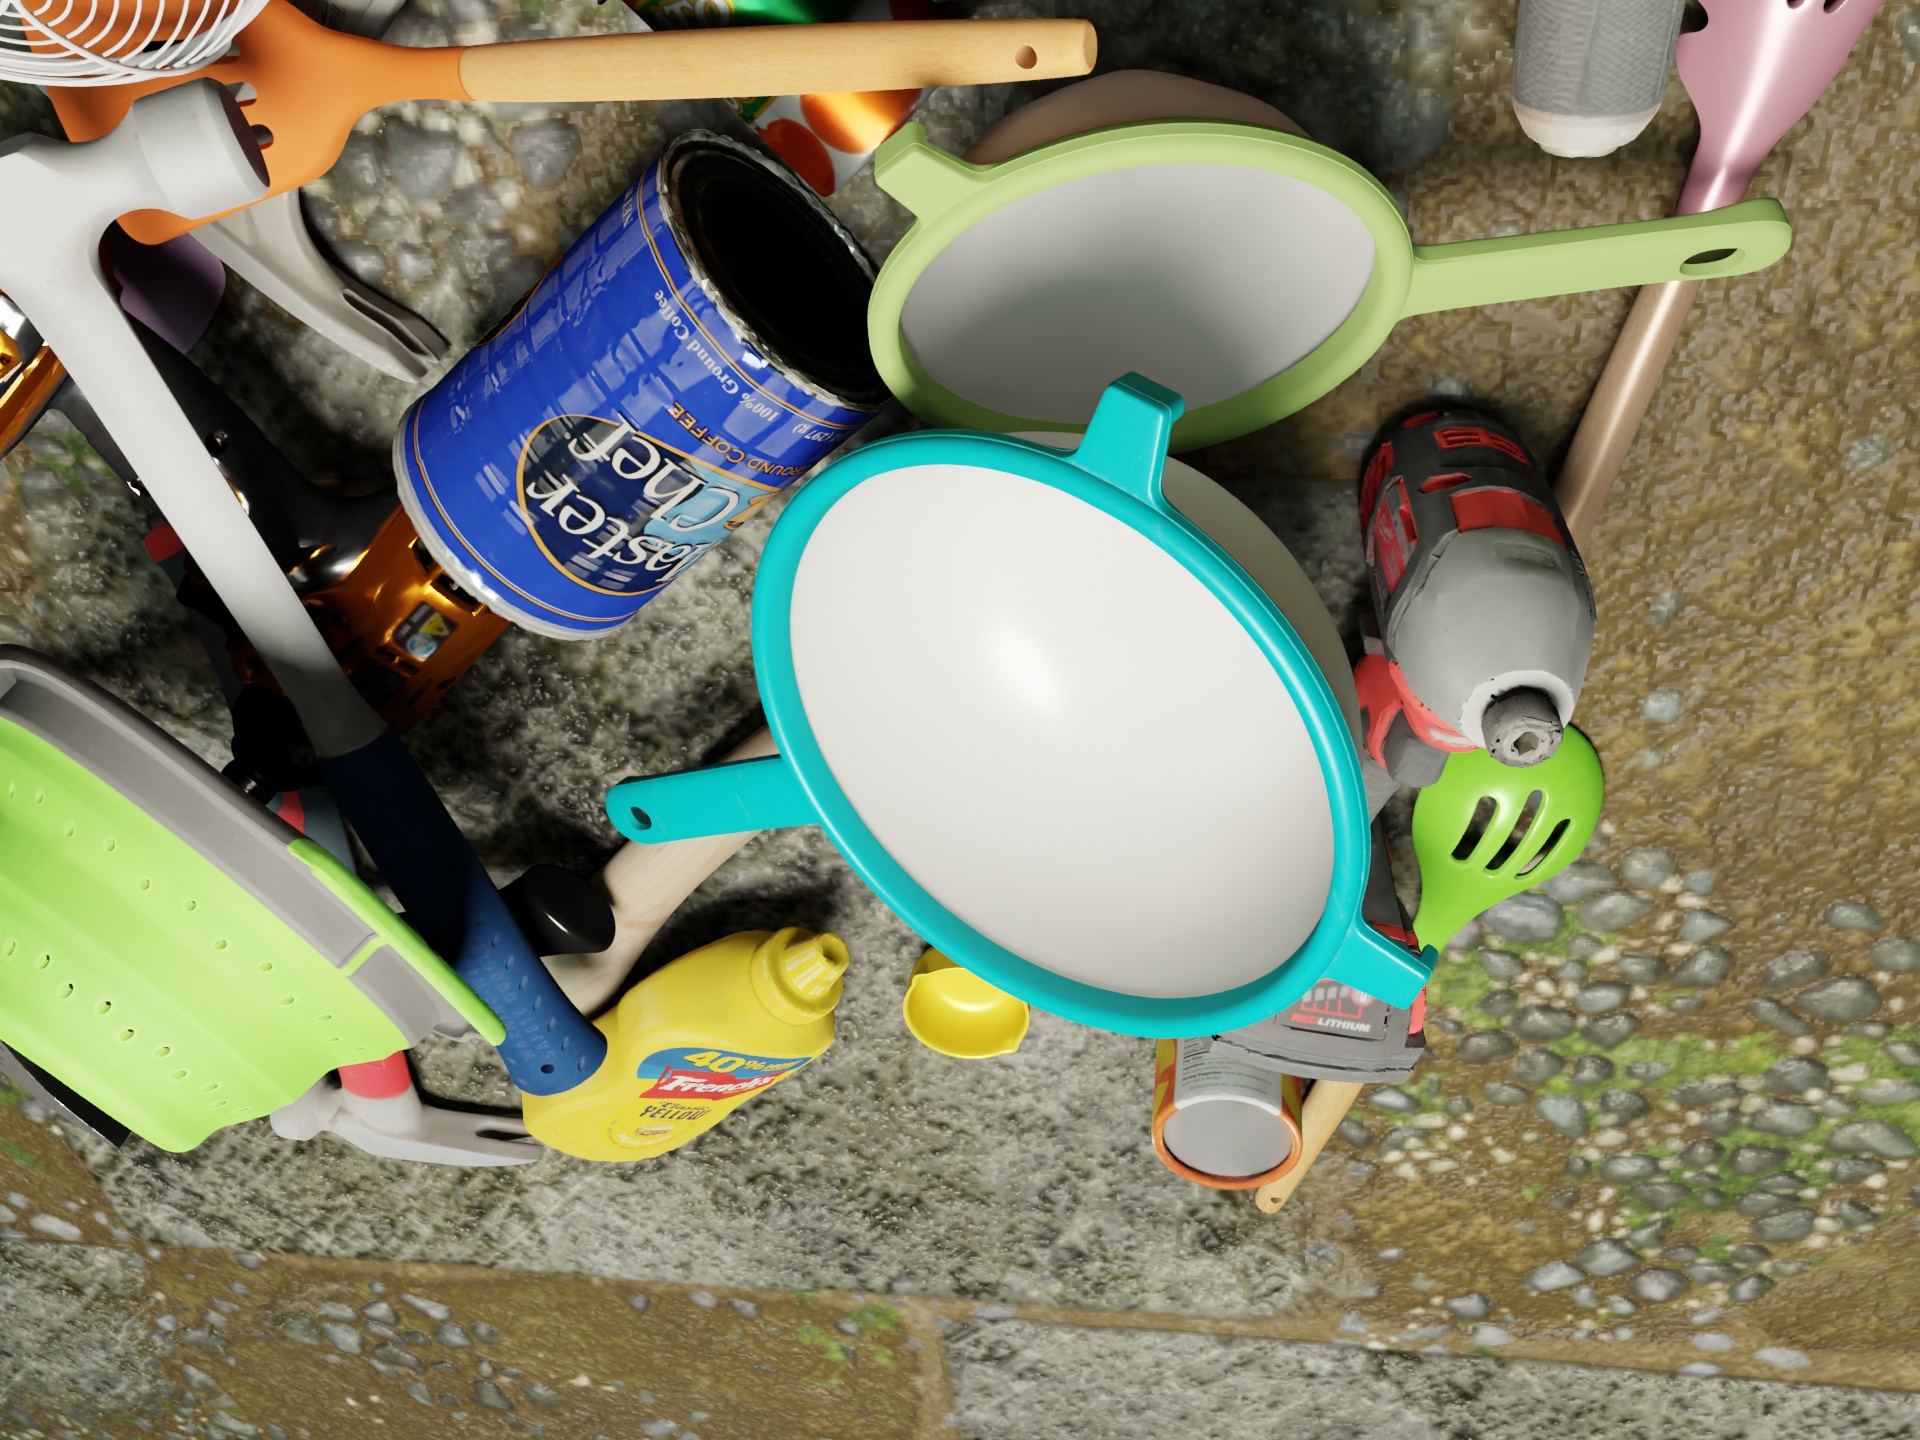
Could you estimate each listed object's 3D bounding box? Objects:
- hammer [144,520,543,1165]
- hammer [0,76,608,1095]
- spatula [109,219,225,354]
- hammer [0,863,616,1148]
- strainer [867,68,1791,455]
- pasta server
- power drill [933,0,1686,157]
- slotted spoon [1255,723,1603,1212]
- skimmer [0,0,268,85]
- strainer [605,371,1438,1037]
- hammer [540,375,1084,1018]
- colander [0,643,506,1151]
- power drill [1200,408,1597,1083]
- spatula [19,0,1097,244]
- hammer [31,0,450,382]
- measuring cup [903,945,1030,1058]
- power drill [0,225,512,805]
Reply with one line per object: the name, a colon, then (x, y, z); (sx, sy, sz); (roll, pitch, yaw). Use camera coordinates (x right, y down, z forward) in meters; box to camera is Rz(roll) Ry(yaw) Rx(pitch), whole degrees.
hammer: (-0.278, 0.069, 0.724); (0.143, 0.038, 0.386); (6, 128, 4)
hammer: (-0.223, 0.000, 0.553); (0.144, 0.035, 0.405); (-21, 130, -4)
spatula: (-0.402, -0.118, 0.618); (0.316, 0.018, 0.059); (-20, 122, 23)
hammer: (-0.309, 0.118, 0.720); (0.335, 0.035, 0.146); (-12, 124, 16)
strainer: (0.099, -0.144, 0.452); (0.256, 0.069, 0.151); (-6, 160, 1)
pasta server: (0.213, -0.122, 0.498); (0.060, 0.040, 0.316); (10, 132, 3)
power drill: (0.089, -0.234, 0.404); (0.226, 0.084, 0.185); (-2, 128, 6)
slotted spoon: (0.186, 0.124, 0.688); (0.070, 0.031, 0.313); (14, 129, -3)
skimmer: (-0.344, -0.258, 0.437); (0.363, 0.090, 0.127); (25, 168, 21)
strainer: (-0.001, -0.002, 0.548); (0.340, 0.095, 0.211); (-10, 115, 46)
hammer: (-0.080, 0.013, 0.646); (0.146, 0.038, 0.410); (40, 124, -18)
colander: (-0.335, 0.059, 0.584); (0.397, 0.094, 0.204); (16, 148, 37)
power drill: (0.146, 0.020, 0.543); (0.078, 0.143, 0.219); (10, 130, -5)
spatula: (-0.120, -0.176, 0.440); (0.323, 0.041, 0.081); (7, 129, 22)
hammer: (-0.129, -0.257, 0.450); (0.149, 0.037, 0.359); (40, 124, -19)
measuring cup: (0.037, 0.095, 0.696); (0.062, 0.029, 0.156); (40, 118, -19)
power drill: (-0.278, -0.067, 0.555); (0.164, 0.084, 0.226); (-44, 123, 14)
